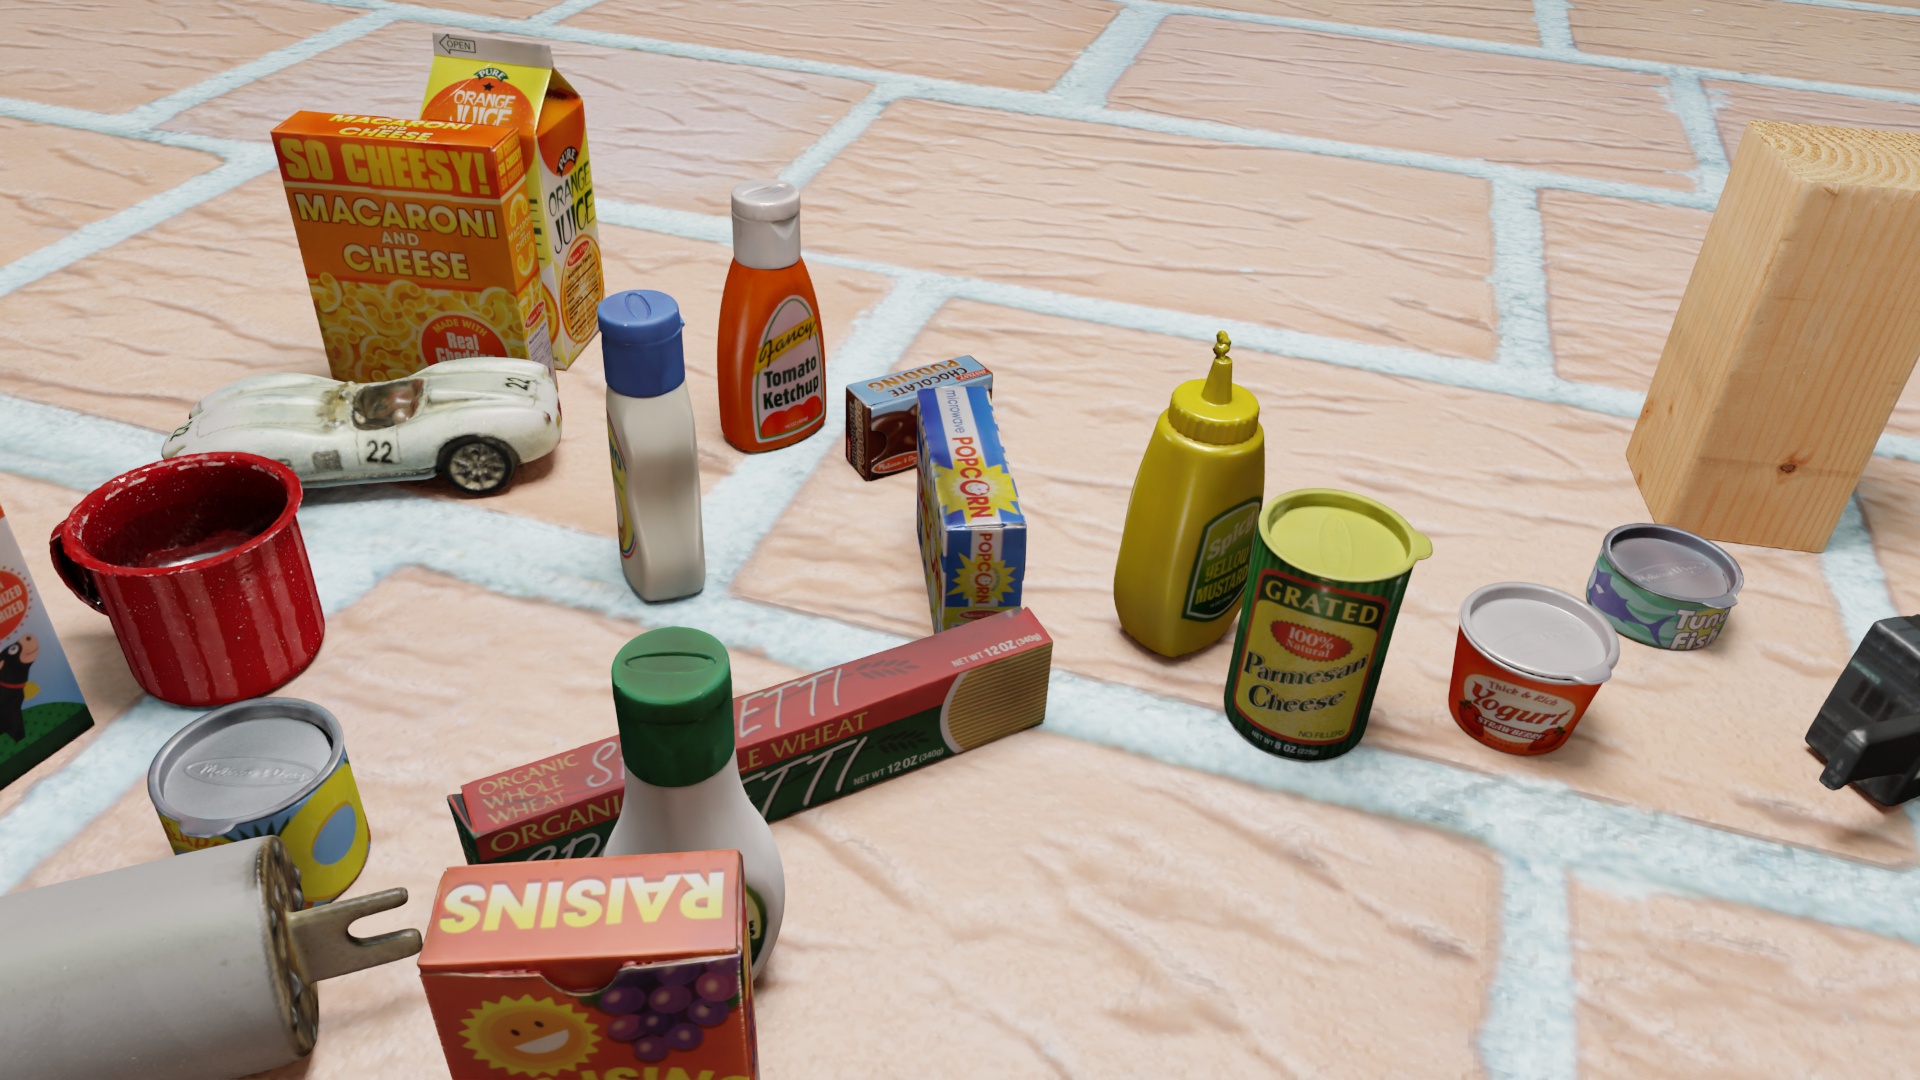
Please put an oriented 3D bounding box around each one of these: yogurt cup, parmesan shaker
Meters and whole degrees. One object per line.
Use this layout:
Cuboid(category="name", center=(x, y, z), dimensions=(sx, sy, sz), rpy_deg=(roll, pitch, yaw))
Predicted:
Cuboid(category="yogurt cup", center=(0.254, 0.059, 0.625), dimensions=(0.072, 0.053, 0.073), rpy_deg=(2, 36, -1))
Cuboid(category="parmesan shaker", center=(0.157, 0.038, 0.605), dimensions=(0.071, 0.102, 0.072), rpy_deg=(2, 36, -1))

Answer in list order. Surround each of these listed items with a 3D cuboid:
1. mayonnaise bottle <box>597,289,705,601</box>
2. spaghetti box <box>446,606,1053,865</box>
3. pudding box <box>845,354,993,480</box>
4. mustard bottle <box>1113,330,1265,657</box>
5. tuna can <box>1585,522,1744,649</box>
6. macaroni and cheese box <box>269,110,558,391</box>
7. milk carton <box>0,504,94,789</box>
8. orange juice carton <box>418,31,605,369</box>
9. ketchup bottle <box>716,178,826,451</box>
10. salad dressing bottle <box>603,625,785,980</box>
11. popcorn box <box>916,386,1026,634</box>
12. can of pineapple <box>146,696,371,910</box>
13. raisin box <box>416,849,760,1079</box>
Cuboid(category="mayonnaise bottle", center=(-0.147, -0.045, 0.662), dimensions=(0.041, 0.147, 0.065), rpy_deg=(-12, 38, -19))
Cuboid(category="spaghetti box", center=(-0.075, 0.086, 0.567), dimensions=(0.251, 0.049, 0.029), rpy_deg=(-16, 40, -25))
Cuboid(category="pudding box", center=(-0.023, -0.071, 0.790), dimensions=(0.084, 0.049, 0.030), rpy_deg=(-19, 41, -27))
Cuboid(category="mustard bottle", center=(0.109, -0.022, 0.637), dimensions=(0.065, 0.159, 0.049), rpy_deg=(-25, 44, -33))
Cuboid(category="tuna can", center=(0.355, 0.024, 0.699), dimensions=(0.071, 0.032, 0.071), rpy_deg=(2, 36, -1))
Cuboid(category="macaroni and cheese box", center=(-0.303, -0.153, 0.785), dimensions=(0.124, 0.165, 0.040), rpy_deg=(5, 36, 3))
Cuboid(category="milk carton", center=(-0.413, 0.012, 0.527), dimensions=(0.072, 0.189, 0.074), rpy_deg=(16, 38, 18))
Cuboid(category="orange juice carton", center=(-0.269, -0.207, 0.840), dimensions=(0.072, 0.191, 0.073), rpy_deg=(7, 36, 6))
Cuboid(category="ketchup bottle", center=(-0.107, -0.125, 0.775), dimensions=(0.065, 0.148, 0.043), rpy_deg=(-27, 45, -35))
Cuboid(category="salad dressing bottle", center=(-0.093, 0.096, 0.469), dimensions=(0.064, 0.146, 0.044), rpy_deg=(0, 36, -5))
Cuboid(category="popcorn box", center=(0.002, -0.008, 0.675), dimensions=(0.038, 0.084, 0.127), rpy_deg=(-2, 36, -7))
Cuboid(category="can of pineapple", center=(-0.264, 0.103, 0.524), dimensions=(0.071, 0.057, 0.071), rpy_deg=(2, 36, -1))
Cuboid(category="raisin box", center=(-0.105, 0.149, 0.415), dimensions=(0.086, 0.122, 0.040), rpy_deg=(-1, 36, -6))
